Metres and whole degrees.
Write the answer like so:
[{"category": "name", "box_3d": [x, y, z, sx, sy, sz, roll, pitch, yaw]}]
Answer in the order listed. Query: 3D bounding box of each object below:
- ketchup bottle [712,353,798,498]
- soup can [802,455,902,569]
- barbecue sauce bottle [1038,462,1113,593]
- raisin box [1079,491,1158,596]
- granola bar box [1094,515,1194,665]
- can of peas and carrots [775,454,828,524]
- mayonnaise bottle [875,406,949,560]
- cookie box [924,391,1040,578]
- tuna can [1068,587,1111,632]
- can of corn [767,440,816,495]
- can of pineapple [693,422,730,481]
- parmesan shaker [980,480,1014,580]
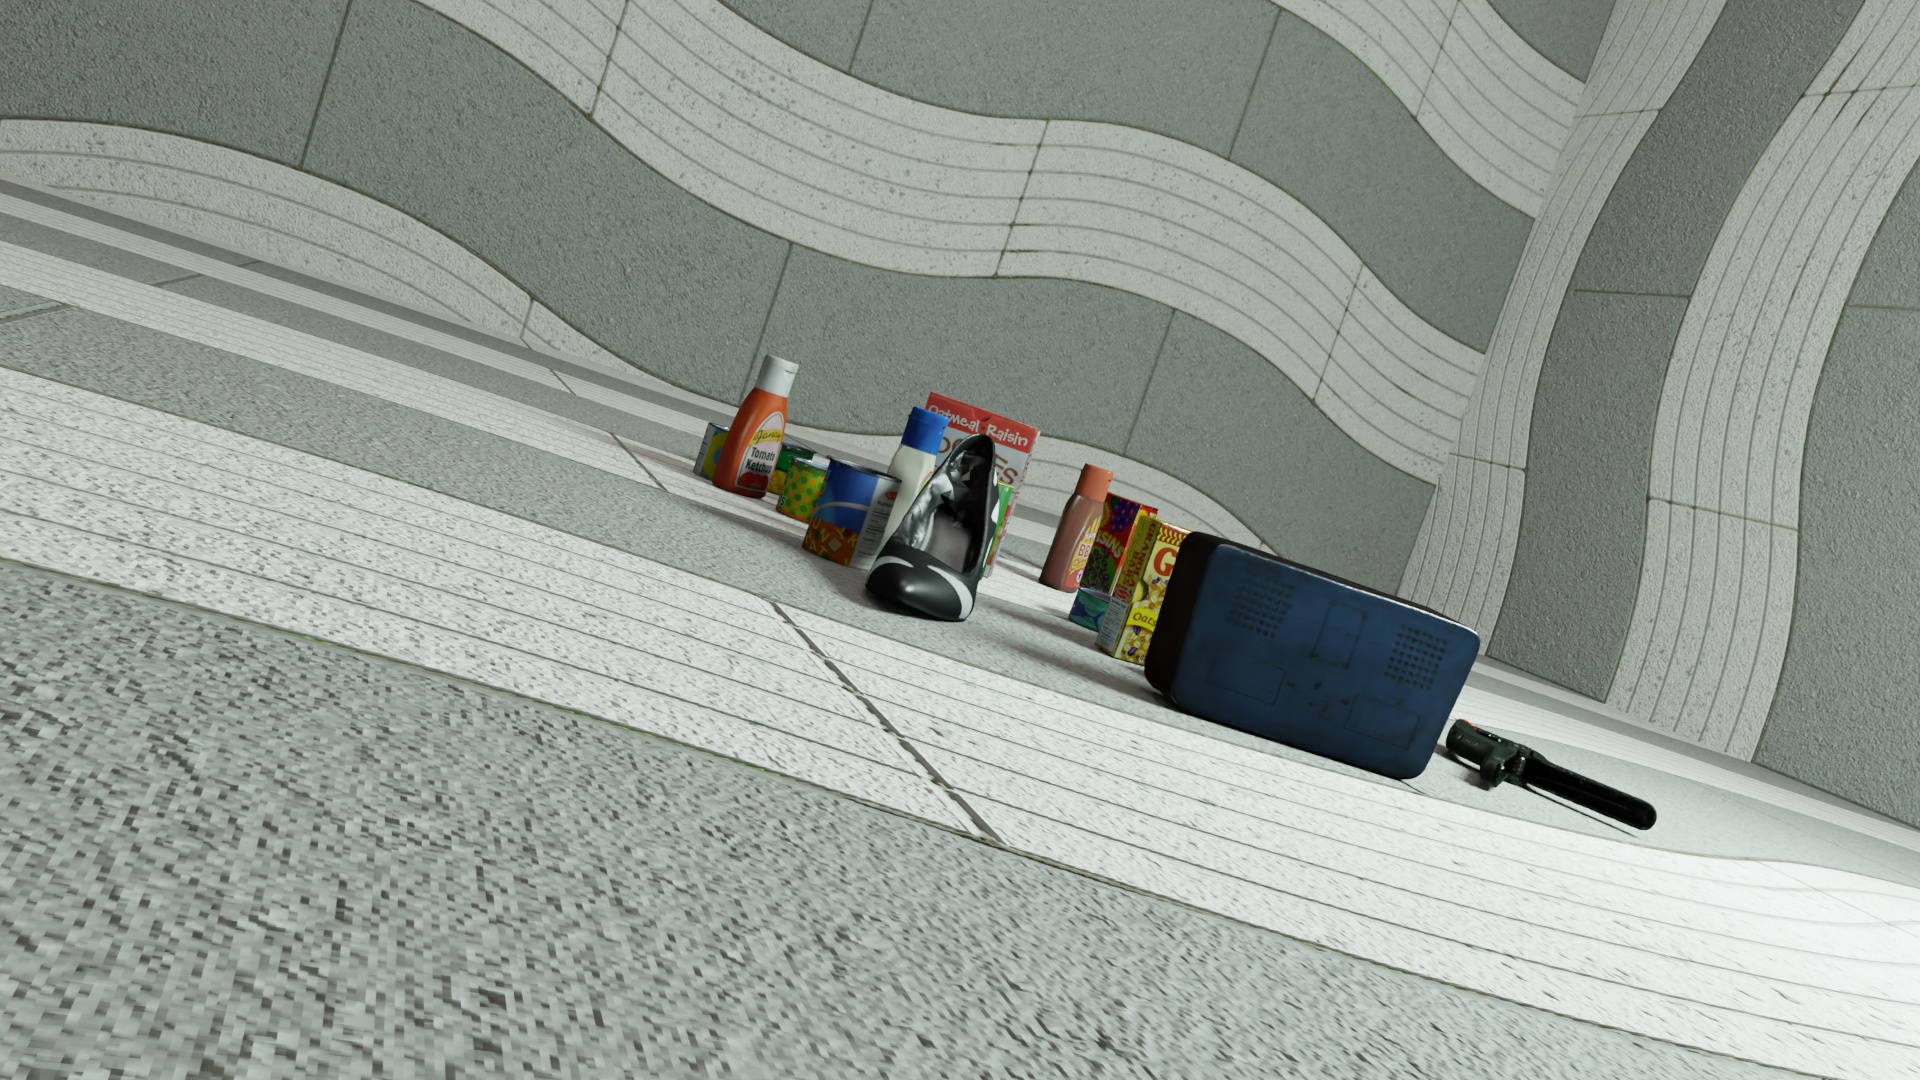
[{"category": "ketchup bottle", "box_3d": [-0.212, -0.121, 1.463, 0.043, 0.148, 0.065, 22, 5, 34]}, {"category": "soup can", "box_3d": [-0.098, -0.025, 1.216, 0.071, 0.083, 0.071, 19, 5, -1]}, {"category": "barbecue sauce bottle", "box_3d": [0.136, -0.015, 1.607, 0.044, 0.148, 0.065, 21, 5, 22]}, {"category": "raisin box", "box_3d": [0.186, 0.005, 1.729, 0.040, 0.123, 0.086, 15, 6, -44]}, {"category": "granola bar box", "box_3d": [0.215, 0.060, 1.227, 0.165, 0.124, 0.039, 17, 5, -24]}, {"category": "can of peas and carrots", "box_3d": [-0.153, -0.050, 1.426, 0.071, 0.058, 0.071, 19, 5, -1]}, {"category": "mayonnaise bottle", "box_3d": [-0.051, -0.050, 1.299, 0.041, 0.148, 0.065, 20, 4, 8]}, {"category": "cookie box", "box_3d": [0.001, -0.060, 1.481, 0.123, 0.167, 0.040, 20, 4, 7]}, {"category": "tuna can", "box_3d": [0.142, 0.072, 1.353, 0.071, 0.033, 0.071, 19, 5, -1]}, {"category": "can of corn", "box_3d": [-0.206, -0.084, 1.605, 0.071, 0.058, 0.071, 19, 5, -1]}, {"category": "can of pineapple", "box_3d": [-0.251, -0.091, 1.517, 0.071, 0.058, 0.071, 19, 5, -1]}, {"category": "parmesan shaker", "box_3d": [0.005, -0.018, 1.413, 0.071, 0.103, 0.071, 19, 4, -1]}]
